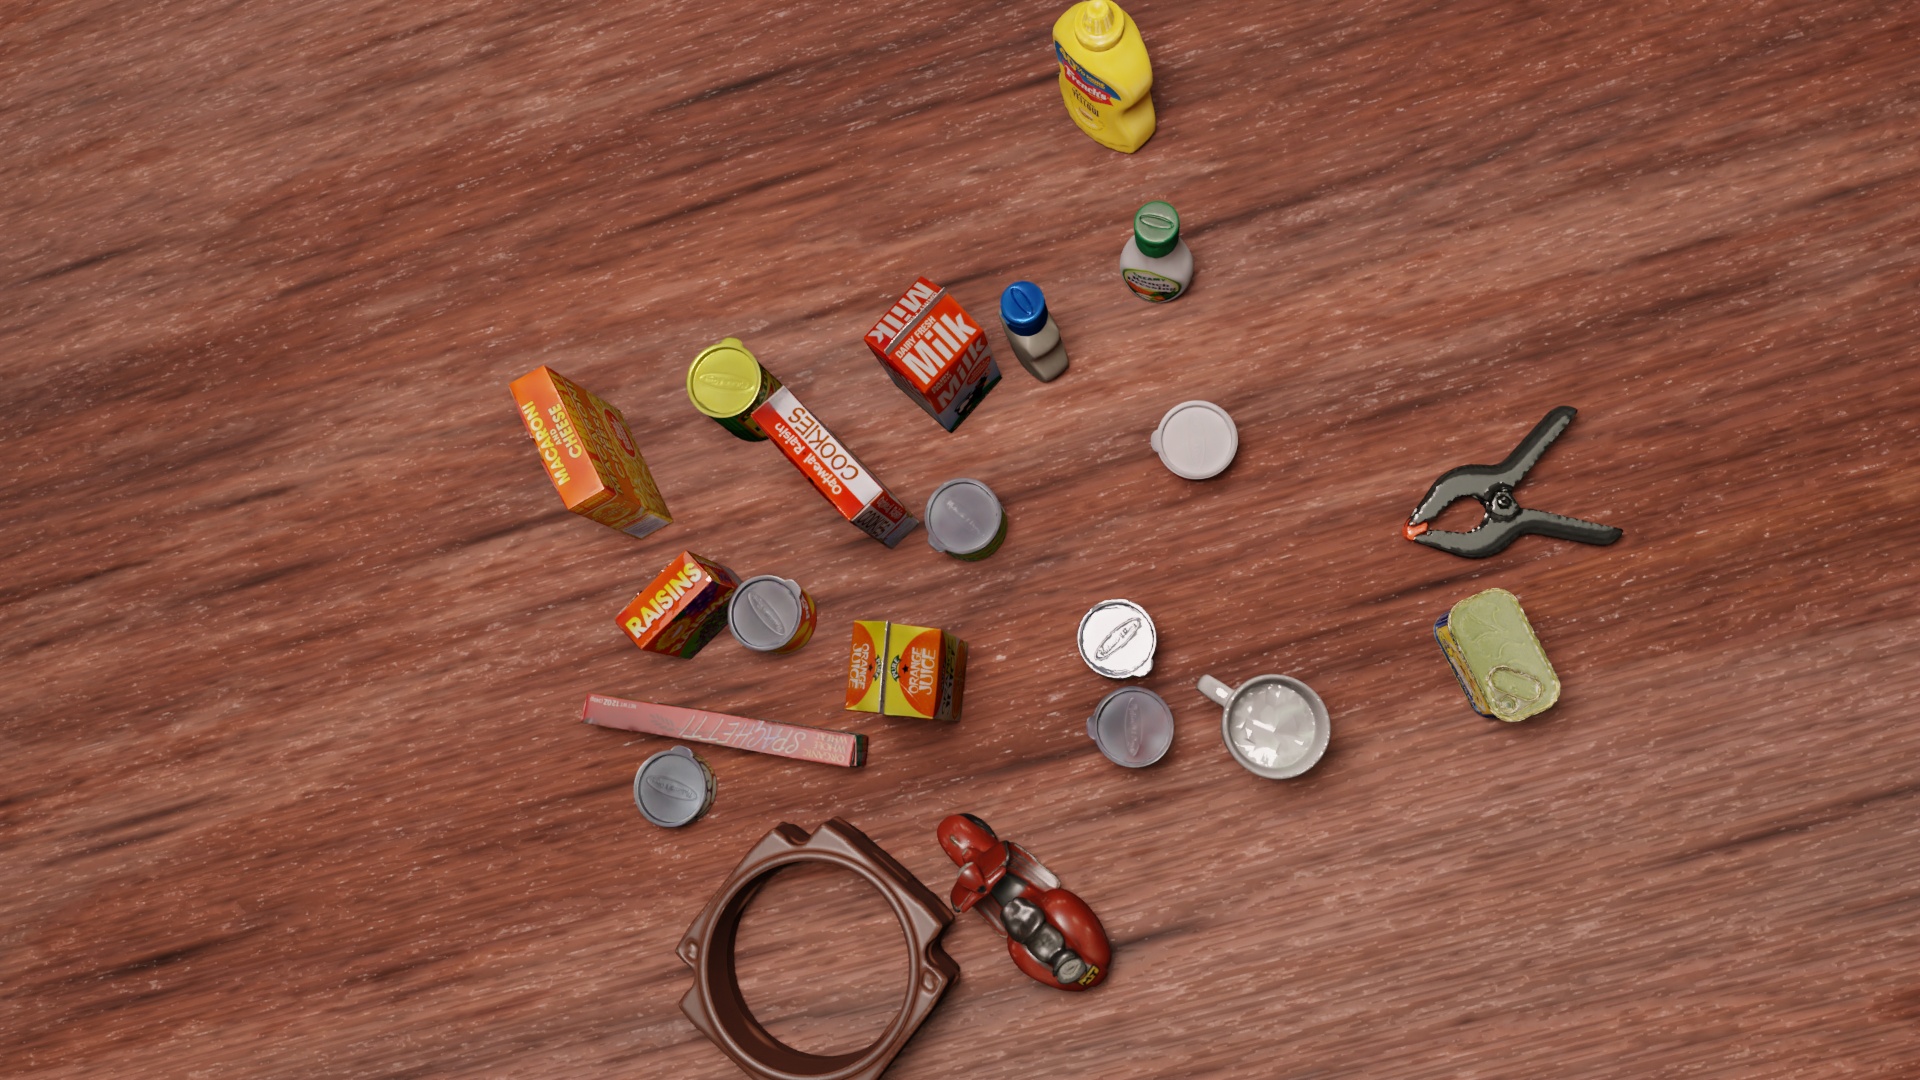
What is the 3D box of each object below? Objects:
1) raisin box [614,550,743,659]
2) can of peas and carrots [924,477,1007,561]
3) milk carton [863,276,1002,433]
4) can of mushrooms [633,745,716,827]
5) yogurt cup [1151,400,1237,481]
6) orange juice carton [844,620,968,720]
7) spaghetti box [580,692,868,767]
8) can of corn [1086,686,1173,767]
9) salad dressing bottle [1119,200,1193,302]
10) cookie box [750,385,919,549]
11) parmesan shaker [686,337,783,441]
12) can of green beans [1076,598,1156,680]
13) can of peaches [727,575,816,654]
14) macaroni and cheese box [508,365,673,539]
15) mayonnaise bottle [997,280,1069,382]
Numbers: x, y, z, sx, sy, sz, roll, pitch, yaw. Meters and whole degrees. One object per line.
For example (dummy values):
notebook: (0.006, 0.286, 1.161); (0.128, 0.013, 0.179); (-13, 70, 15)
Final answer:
raisin box: (-0.236, 0.057, 1.202); (0.086, 0.123, 0.040); (-44, 78, 0)
can of peas and carrots: (0.004, -0.015, 1.212); (0.071, 0.058, 0.071); (-1, 81, 8)
milk carton: (-0.023, -0.159, 1.171); (0.073, 0.190, 0.072); (42, 89, 12)
can of mushrooms: (-0.250, 0.216, 1.225); (0.071, 0.033, 0.071); (-1, 81, 8)
yogurt cup: (0.203, -0.082, 1.197); (0.072, 0.054, 0.072); (-1, 81, 8)
orange juice carton: (-0.045, 0.107, 1.132); (0.073, 0.192, 0.072); (5, 83, 9)
spaghetti box: (-0.205, 0.166, 1.218); (0.250, 0.050, 0.029); (8, 83, 9)
can of corn: (0.143, 0.156, 1.166); (0.071, 0.058, 0.071); (-1, 81, 8)
salad dressing bottle: (0.166, -0.245, 1.180); (0.064, 0.147, 0.044); (17, 85, 10)
cookie box: (-0.104, -0.058, 1.179); (0.040, 0.167, 0.123); (-44, 78, 0)
parmesan shaker: (-0.194, -0.132, 1.236); (0.071, 0.103, 0.071); (-1, 82, 8)
can of green beans: (0.134, 0.085, 1.179); (0.071, 0.058, 0.071); (-1, 81, 8)
can of peaches: (-0.163, 0.065, 1.224); (0.071, 0.058, 0.071); (-1, 81, 8)
macaroni and cheese box: (-0.320, -0.072, 1.212); (0.040, 0.166, 0.124); (-29, 79, 3)
mayonnaise bottle: (0.061, -0.181, 1.185); (0.041, 0.148, 0.065); (-37, 79, 2)
